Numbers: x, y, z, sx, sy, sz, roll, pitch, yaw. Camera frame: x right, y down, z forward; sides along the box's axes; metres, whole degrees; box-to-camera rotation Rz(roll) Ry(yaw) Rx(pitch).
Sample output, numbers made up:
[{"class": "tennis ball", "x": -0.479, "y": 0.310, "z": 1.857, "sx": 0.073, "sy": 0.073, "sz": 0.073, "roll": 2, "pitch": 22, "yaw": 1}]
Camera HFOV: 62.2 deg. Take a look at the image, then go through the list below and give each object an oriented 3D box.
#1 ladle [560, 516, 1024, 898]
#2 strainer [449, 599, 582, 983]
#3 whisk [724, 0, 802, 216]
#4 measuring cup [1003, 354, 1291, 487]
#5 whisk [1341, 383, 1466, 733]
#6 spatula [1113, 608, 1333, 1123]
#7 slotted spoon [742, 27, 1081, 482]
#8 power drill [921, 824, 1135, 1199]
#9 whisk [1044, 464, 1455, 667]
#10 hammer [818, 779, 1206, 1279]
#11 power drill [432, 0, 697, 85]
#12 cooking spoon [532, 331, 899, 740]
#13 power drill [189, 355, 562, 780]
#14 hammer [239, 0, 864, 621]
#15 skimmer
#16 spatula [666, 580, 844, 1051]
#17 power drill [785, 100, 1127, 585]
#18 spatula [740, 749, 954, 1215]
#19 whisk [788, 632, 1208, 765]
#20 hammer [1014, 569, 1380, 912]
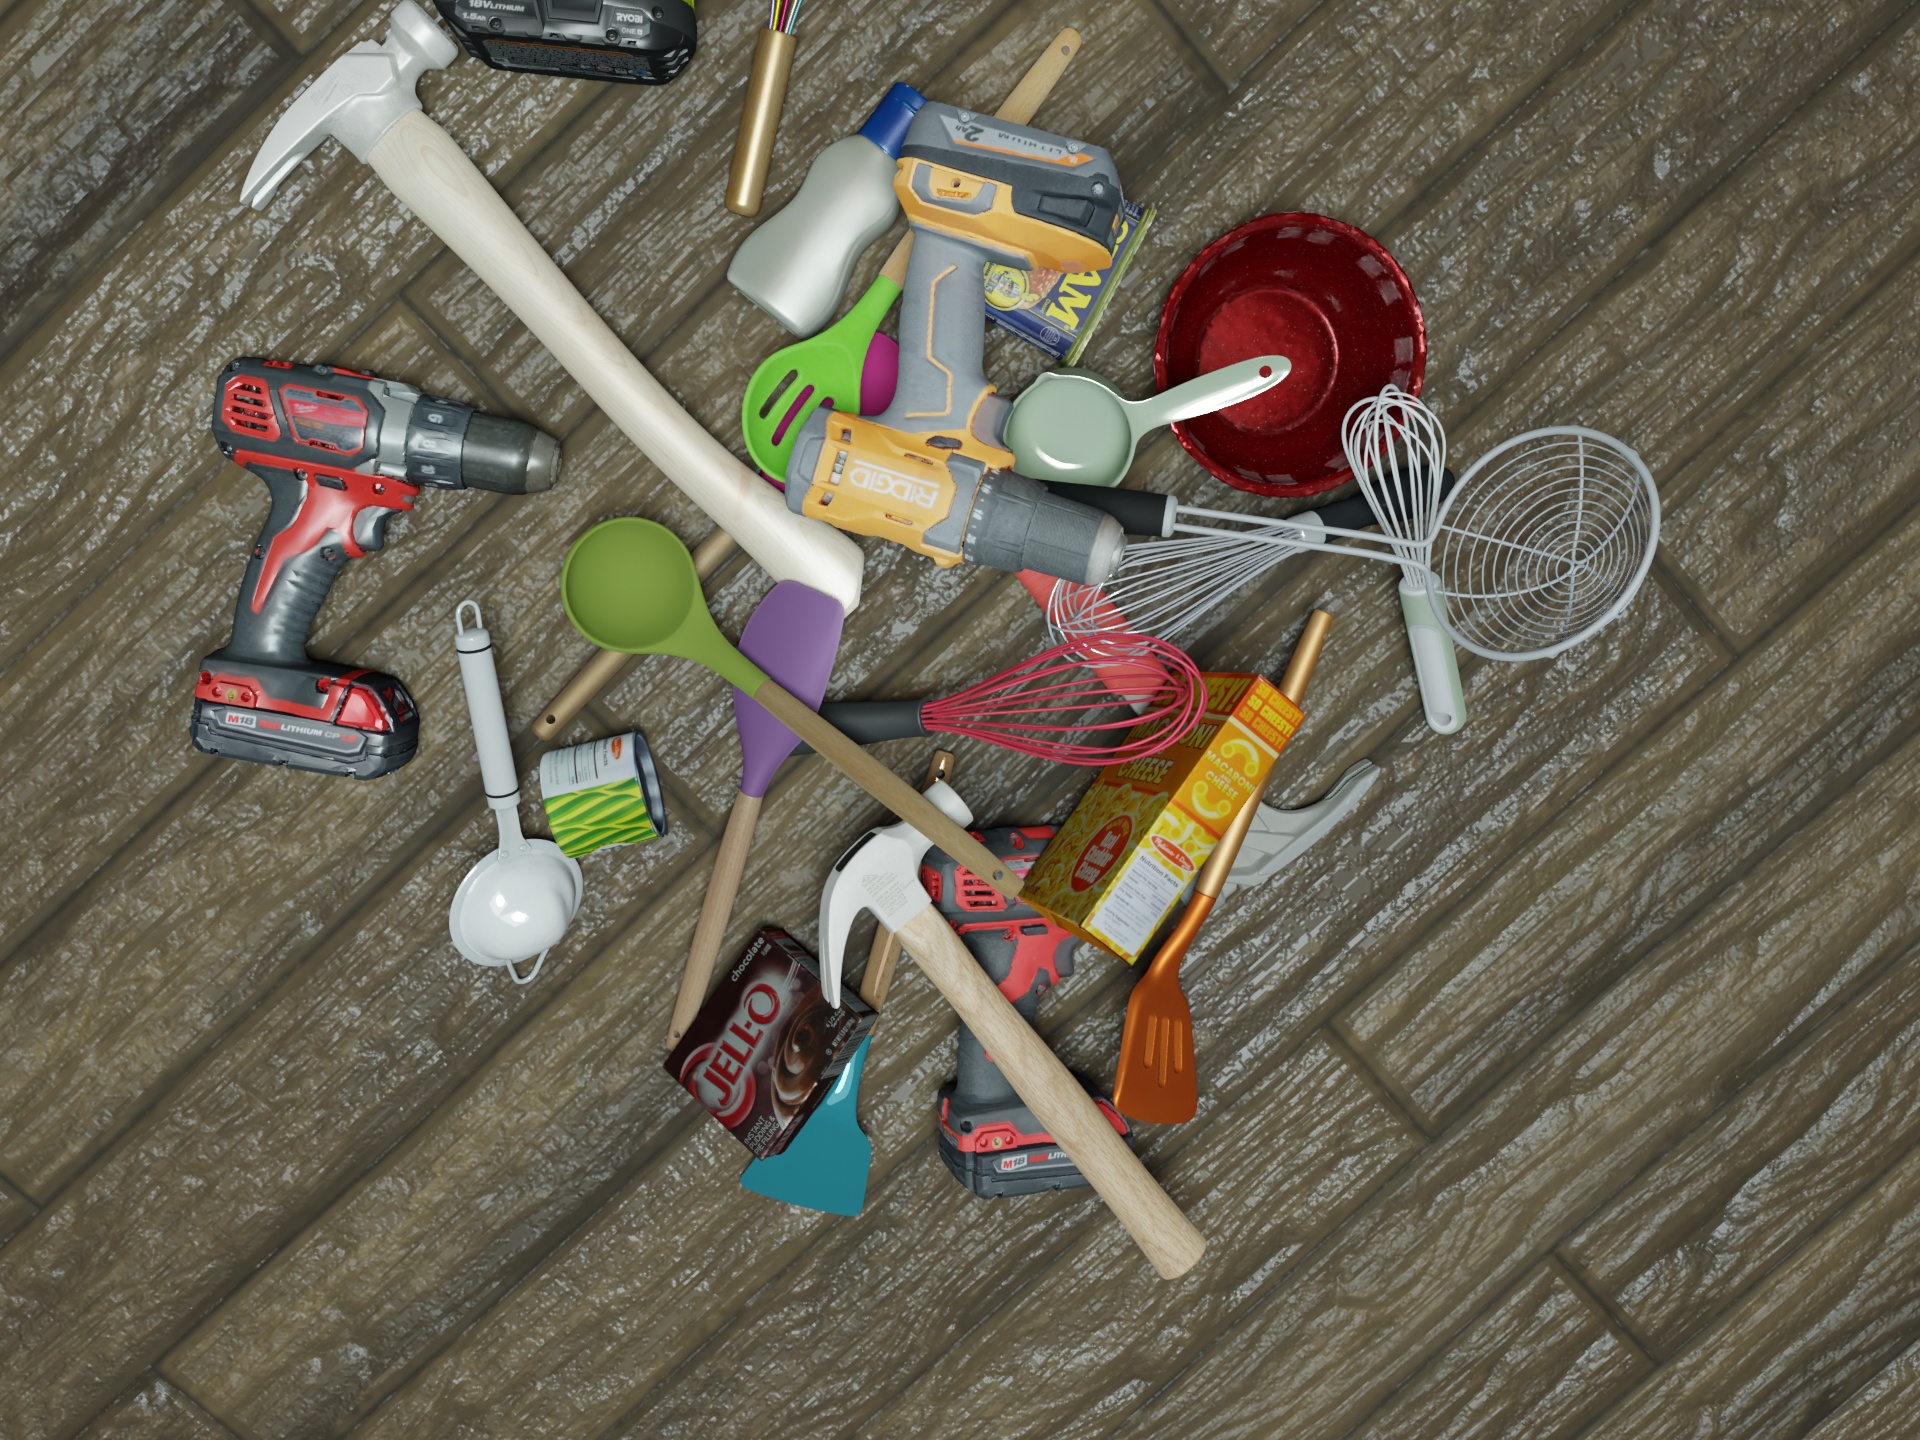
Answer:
[{"class": "ladle", "x": -0.094, "y": -0.004, "z": 0.890, "sx": 0.320, "sy": 0.062, "sz": 0.078, "roll": 38, "pitch": 88, "yaw": 11}, {"class": "strainer", "x": -0.266, "y": 0.053, "z": 0.929, "sx": 0.087, "sy": 0.050, "sz": 0.258, "roll": -22, "pitch": 119, "yaw": -35}, {"class": "whisk", "x": -0.100, "y": -0.408, "z": 0.889, "sx": 0.051, "sy": 0.047, "sz": 0.245, "roll": 13, "pitch": 102, "yaw": -8}, {"class": "measuring cup", "x": 0.105, "y": -0.178, "z": 0.905, "sx": 0.167, "sy": 0.038, "sz": 0.083, "roll": -17, "pitch": 113, "yaw": 14}, {"class": "whisk", "x": 0.271, "y": -0.088, "z": 0.944, "sx": 0.058, "sy": 0.059, "sz": 0.246, "roll": 2, "pitch": 131, "yaw": 32}, {"class": "spatula", "x": 0.165, "y": 0.086, "z": 0.960, "sx": 0.081, "sy": 0.041, "sz": 0.322, "roll": 21, "pitch": 92, "yaw": -43}, {"class": "slotted spoon", "x": -0.024, "y": -0.269, "z": 0.908, "sx": 0.070, "sy": 0.031, "sz": 0.314, "roll": 37, "pitch": 85, "yaw": -27}, {"class": "power drill", "x": 0.050, "y": 0.173, "z": 0.989, "sx": 0.143, "sy": 0.078, "sz": 0.219, "roll": -3, "pitch": 97, "yaw": -16}, {"class": "whisk", "x": 0.176, "y": -0.102, "z": 0.940, "sx": 0.284, "sy": 0.070, "sz": 0.070, "roll": -22, "pitch": 102, "yaw": -17}, {"class": "hammer", "x": 0.037, "y": 0.202, "z": 0.933, "sx": 0.130, "sy": 0.031, "sz": 0.331, "roll": -39, "pitch": 102, "yaw": -11}, {"class": "power drill", "x": -0.214, "y": -0.470, "z": 0.852, "sx": 0.171, "sy": 0.080, "sz": 0.223, "roll": 3, "pitch": 96, "yaw": -6}, {"class": "cooking spoon", "x": -0.145, "y": -0.106, "z": 0.952, "sx": 0.068, "sy": 0.017, "sz": 0.319, "roll": 44, "pitch": 94, "yaw": -8}, {"class": "power drill", "x": -0.337, "y": -0.085, "z": 0.913, "sx": 0.188, "sy": 0.080, "sz": 0.226, "roll": 10, "pitch": 97, "yaw": -7}, {"class": "hammer", "x": -0.215, "y": -0.202, "z": 0.908, "sx": 0.146, "sy": 0.038, "sz": 0.410, "roll": -43, "pitch": 98, "yaw": 4}, {"class": "skimmer", "x": 0.171, "y": -0.111, "z": 0.848, "sx": 0.363, "sy": 0.090, "sz": 0.127, "roll": 9, "pitch": 80, "yaw": 11}, {"class": "spatula", "x": -0.135, "y": 0.065, "z": 0.961, "sx": 0.060, "sy": 0.018, "sz": 0.315, "roll": 22, "pitch": 109, "yaw": 13}, {"class": "power drill", "x": 0.023, "y": -0.191, "z": 0.848, "sx": 0.185, "sy": 0.084, "sz": 0.226, "roll": 19, "pitch": 96, "yaw": 9}, {"class": "spatula", "x": -0.058, "y": 0.169, "z": 1.010, "sx": 0.082, "sy": 0.044, "sz": 0.317, "roll": 17, "pitch": 94, "yaw": -7}, {"class": "whisk", "x": -0.001, "y": -0.003, "z": 0.912, "sx": 0.296, "sy": 0.073, "sz": 0.073, "roll": -5, "pitch": 103, "yaw": 26}, {"class": "hammer", "x": 0.099, "y": -0.052, "z": 0.974, "sx": 0.149, "sy": 0.037, "sz": 0.359, "roll": -39, "pitch": 102, "yaw": 3}]
